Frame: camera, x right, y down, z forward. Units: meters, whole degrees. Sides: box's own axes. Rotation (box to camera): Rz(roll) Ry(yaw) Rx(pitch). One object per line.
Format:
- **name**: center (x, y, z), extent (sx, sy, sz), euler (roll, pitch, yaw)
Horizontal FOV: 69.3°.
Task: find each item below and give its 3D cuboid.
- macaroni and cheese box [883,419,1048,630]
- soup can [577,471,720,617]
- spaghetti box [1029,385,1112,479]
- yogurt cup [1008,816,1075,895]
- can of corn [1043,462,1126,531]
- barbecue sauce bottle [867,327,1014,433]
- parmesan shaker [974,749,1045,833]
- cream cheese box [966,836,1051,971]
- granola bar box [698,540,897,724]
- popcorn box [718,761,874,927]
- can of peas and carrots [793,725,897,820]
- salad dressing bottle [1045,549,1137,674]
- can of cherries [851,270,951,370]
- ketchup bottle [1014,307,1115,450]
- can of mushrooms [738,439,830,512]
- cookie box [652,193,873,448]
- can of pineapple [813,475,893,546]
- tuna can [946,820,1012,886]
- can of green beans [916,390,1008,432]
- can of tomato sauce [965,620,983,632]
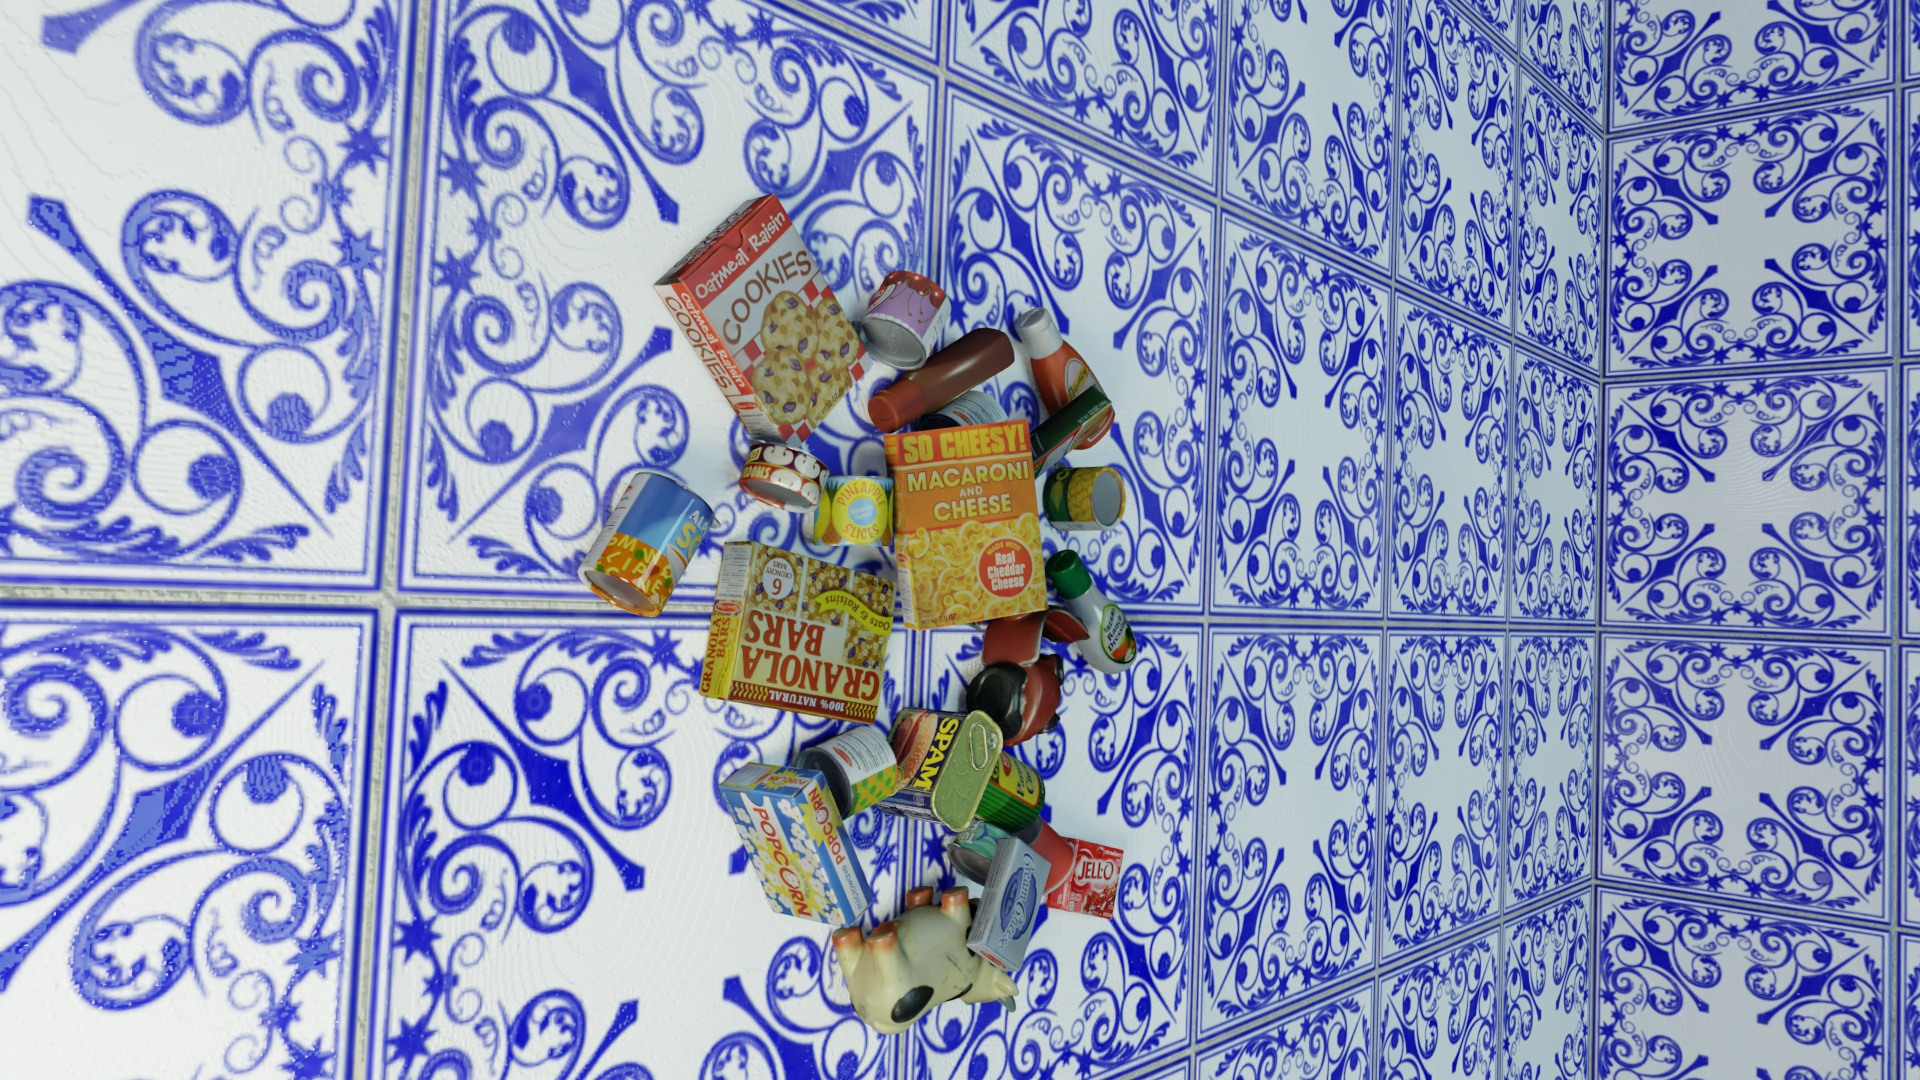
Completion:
- **macaroni and cheese box**: center (0.004, -0.015, 1.191), extent (0.124, 0.040, 0.166), euler (-8, 94, -21)
- **soup can**: center (-0.222, 0.005, 0.994), extent (0.071, 0.071, 0.084), euler (47, 57, -38)
- **spaghetti box**: center (0.050, -0.064, 1.293), extent (0.029, 0.050, 0.251), euler (43, 57, 13)
- **yogurt cup**: center (0.069, 0.300, 1.334), extent (0.053, 0.072, 0.073), euler (55, 51, -24)
- **can of corn**: center (0.126, -0.045, 1.405), extent (0.071, 0.058, 0.071), euler (0, 90, -50)
- **barbecue sauce bottle**: center (-0.020, -0.143, 1.236), extent (0.149, 0.065, 0.043), euler (-36, 115, -37)
- **parmesan shaker**: center (0.024, 0.221, 1.282), extent (0.103, 0.071, 0.071), euler (37, 63, -43)
- **cream cheese box**: center (0.043, 0.319, 1.223), extent (0.053, 0.024, 0.104), euler (44, 51, -32)
- **granola bar box**: center (-0.127, 0.077, 1.126), extent (0.165, 0.039, 0.124), euler (18, 76, -47)
- **popcorn box**: center (-0.128, 0.238, 1.089), extent (0.038, 0.085, 0.126), euler (-39, 118, -43)
- **can of peas and carrots**: center (-0.095, 0.194, 1.144), extent (0.059, 0.071, 0.071), euler (-18, 104, -48)
- **salad dressing bottle**: center (0.133, 0.073, 1.423), extent (0.147, 0.044, 0.064), euler (57, 50, -32)
- **can of cherries**: center (-0.051, -0.191, 1.197), extent (0.071, 0.071, 0.058), euler (48, 55, -38)
- **ketchup bottle**: center (0.102, -0.164, 1.389), extent (0.065, 0.043, 0.148), euler (-52, 126, -28)
- **can of mushrooms**: center (-0.141, -0.050, 1.091), extent (0.071, 0.071, 0.033), euler (34, 66, -44)
- **cookie box**: center (-0.151, -0.170, 1.099), extent (0.123, 0.040, 0.167), euler (-54, 127, -35)
- **can of pineapple**: center (-0.088, -0.024, 1.149), extent (0.071, 0.071, 0.058), euler (1, 89, -49)
- **tuna can**: center (0.022, 0.288, 1.278), extent (0.033, 0.071, 0.071), euler (-57, 129, -33)
- **can of green beans**: center (0.003, -0.096, 1.257), extent (0.058, 0.071, 0.071), euler (-38, 118, -43)
- **can of tomato sauce**: center (0.022, 0.029, 1.256), extent (0.083, 0.071, 0.071), euler (-44, 124, -15)
